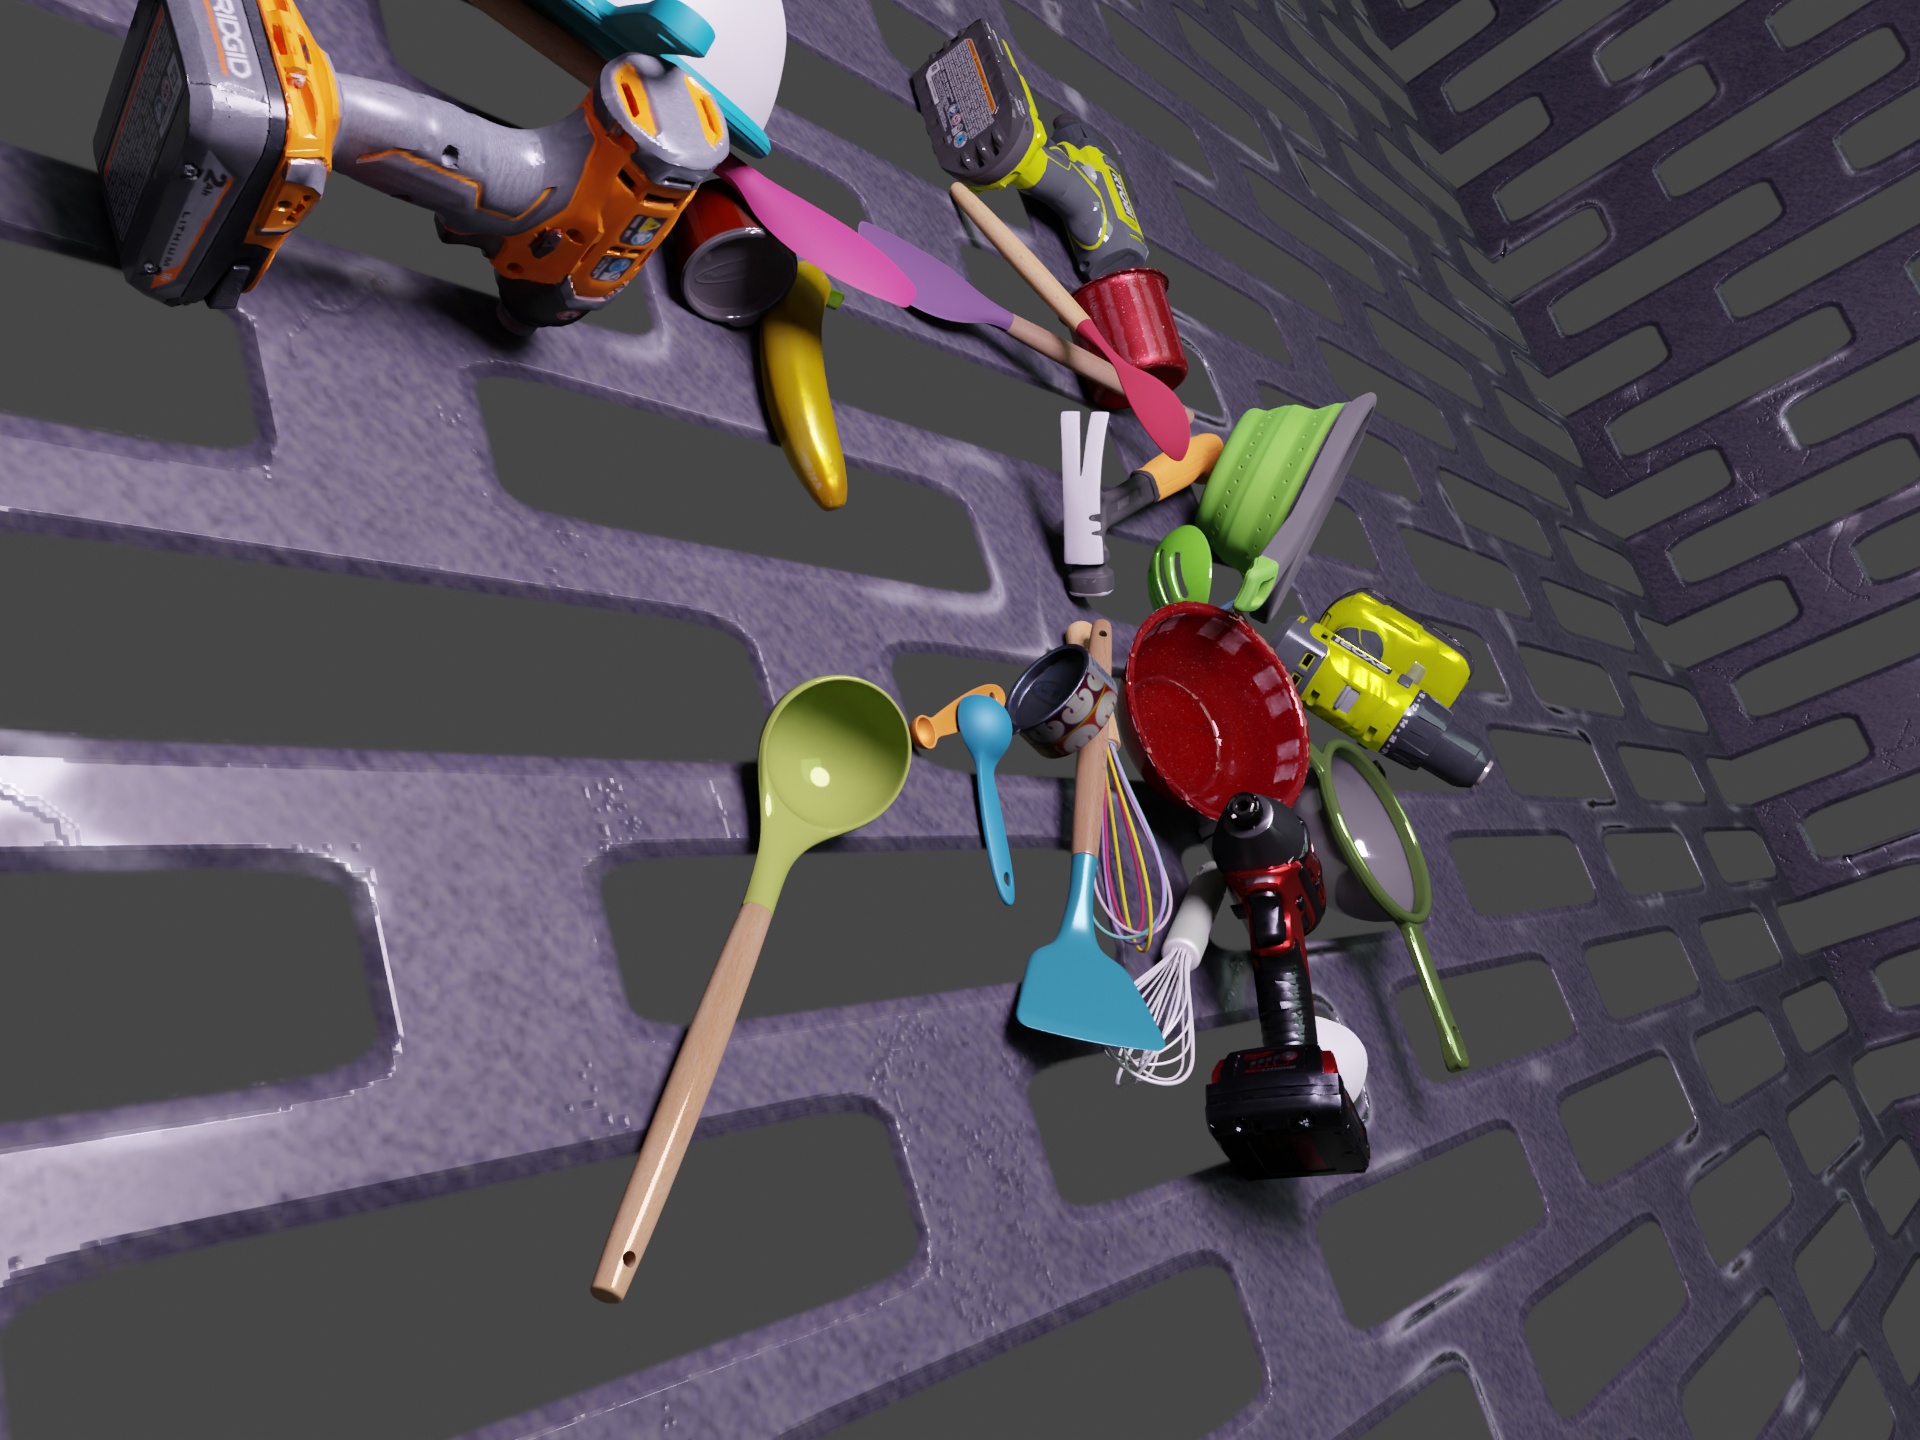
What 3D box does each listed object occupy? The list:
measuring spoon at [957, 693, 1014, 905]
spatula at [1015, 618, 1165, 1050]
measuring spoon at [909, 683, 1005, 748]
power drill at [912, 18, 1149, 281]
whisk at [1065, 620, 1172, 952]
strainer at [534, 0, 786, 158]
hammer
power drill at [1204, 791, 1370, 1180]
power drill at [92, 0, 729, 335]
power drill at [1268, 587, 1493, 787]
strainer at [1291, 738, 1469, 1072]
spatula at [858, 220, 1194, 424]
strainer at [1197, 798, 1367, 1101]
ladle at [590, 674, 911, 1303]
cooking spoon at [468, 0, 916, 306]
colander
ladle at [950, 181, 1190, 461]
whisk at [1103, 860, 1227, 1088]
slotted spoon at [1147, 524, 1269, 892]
[{"bbox_3d":[0.024,0.042,0.913,0.042,0.021,0.129,23,52,-53],"label":"measuring spoon"},{"bbox_3d":[0.080,0.056,0.945,0.082,0.044,0.318,12,52,-6],"label":"spatula"},{"bbox_3d":[-0.001,-0.003,0.935,0.117,0.011,0.021,-27,97,-61],"label":"measuring spoon"},{"bbox_3d":[0.064,-0.476,1.328,0.223,0.080,0.171,16,52,-52],"label":"power drill"},{"bbox_3d":[0.093,0.037,1.010,0.047,0.051,0.245,54,22,-51],"label":"whisk"},{"bbox_3d":[-0.147,-0.375,0.787,0.210,0.095,0.341,31,9,-29],"label":"strainer"},{"bbox_3d":[0.148,-0.192,1.227,0.337,0.034,0.127,-36,126,-61],"label":"hammer"},{"bbox_3d":[0.191,0.154,0.964,0.143,0.078,0.220,56,30,-52],"label":"power drill"},{"bbox_3d":[-0.230,-0.221,0.674,0.226,0.164,0.084,-8,72,-43],"label":"power drill"},{"bbox_3d":[0.354,-0.028,1.307,0.190,0.080,0.228,33,23,12],"label":"power drill"},{"bbox_3d":[0.303,0.142,1.182,0.151,0.069,0.257,13,56,-53],"label":"strainer"},{"bbox_3d":[0.055,-0.282,1.175,0.315,0.018,0.060,19,54,-32],"label":"spatula"},{"bbox_3d":[0.219,0.168,1.077,0.258,0.050,0.086,65,17,13],"label":"strainer"},{"bbox_3d":[-0.089,0.100,0.692,0.078,0.062,0.320,42,39,-23],"label":"ladle"},{"bbox_3d":[-0.157,-0.326,0.876,0.318,0.017,0.069,33,33,-10],"label":"cooking spoon"},{"bbox_3d":[0.228,-0.164,1.238,0.094,0.204,0.397,26,26,11],"label":"colander"},{"bbox_3d":[0.077,-0.304,1.171,0.069,0.031,0.316,13,36,-54],"label":"ladle"},{"bbox_3d":[0.133,0.148,0.970,0.059,0.057,0.246,29,29,7],"label":"whisk"},{"bbox_3d":[0.187,0.005,1.151,0.031,0.070,0.314,-4,73,-34],"label":"slotted spoon"}]
